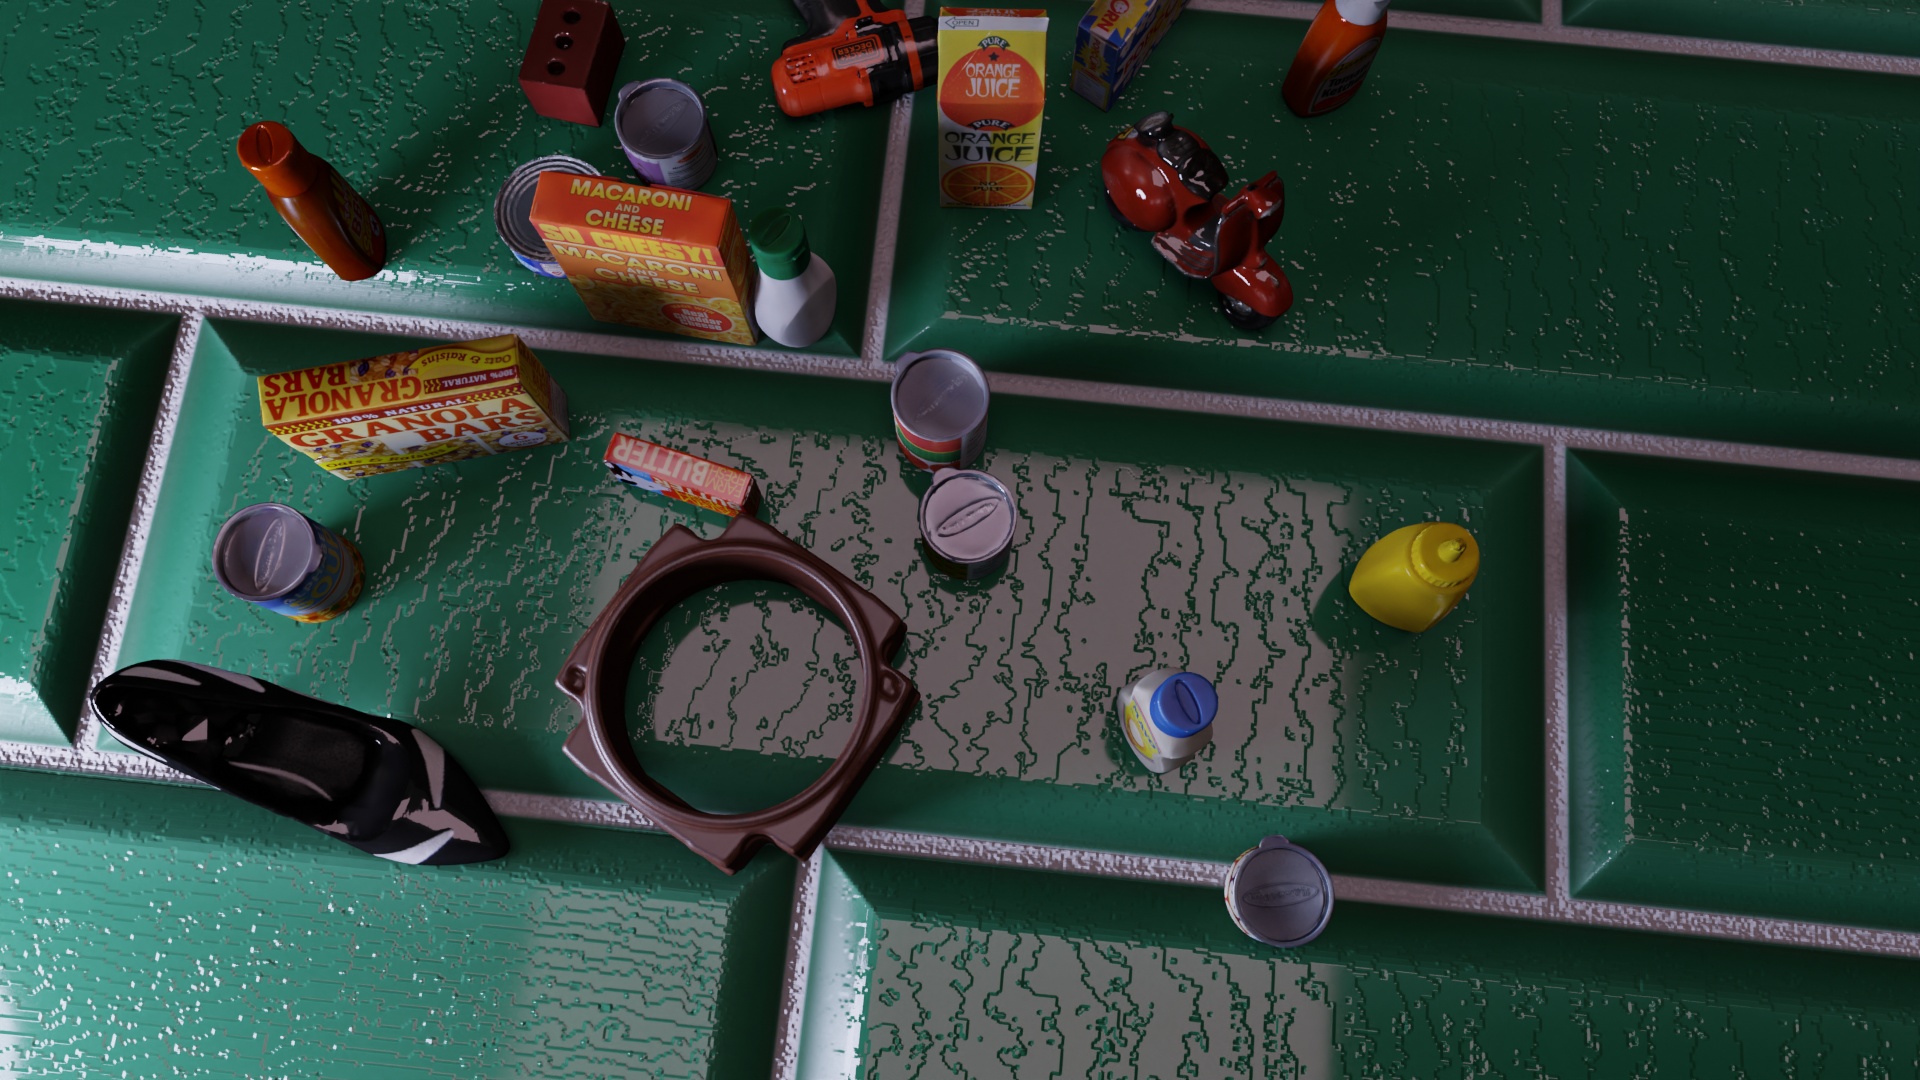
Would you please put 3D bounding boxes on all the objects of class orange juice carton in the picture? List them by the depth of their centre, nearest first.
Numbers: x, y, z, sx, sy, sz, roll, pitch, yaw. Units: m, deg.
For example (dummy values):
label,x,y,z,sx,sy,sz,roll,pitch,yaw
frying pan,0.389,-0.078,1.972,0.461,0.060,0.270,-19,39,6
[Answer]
label,x,y,z,sx,sy,sz,roll,pitch,yaw
orange juice carton,0.021,-0.307,0.965,0.072,0.192,0.073,1,76,0

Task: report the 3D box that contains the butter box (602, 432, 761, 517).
label,x,y,z,sx,sy,sz,roll,pitch,yaw
butter box,-0.192,-0.043,0.968,0.103,0.053,0.024,18,77,4

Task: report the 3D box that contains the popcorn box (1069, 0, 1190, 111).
label,x,y,z,sx,sy,sz,roll,pitch,yaw
popcorn box,0.134,-0.399,1.044,0.038,0.085,0.127,34,78,7

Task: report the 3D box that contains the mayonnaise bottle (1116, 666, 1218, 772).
label,x,y,z,sx,sy,sz,roll,pitch,yaw
mayonnaise bottle,0.132,0.111,0.883,0.041,0.147,0.065,-24,78,-6

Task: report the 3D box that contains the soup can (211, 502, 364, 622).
label,x,y,z,sx,sy,sz,roll,pitch,yaw
soup can,-0.447,0.017,0.935,0.071,0.083,0.071,0,76,0

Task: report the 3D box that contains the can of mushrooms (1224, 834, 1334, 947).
label,x,y,z,sx,sy,sz,roll,pitch,yaw
can of mushrooms,0.209,0.230,0.913,0.071,0.033,0.071,0,76,0

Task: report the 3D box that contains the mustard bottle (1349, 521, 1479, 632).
label,x,y,z,sx,sy,sz,roll,pitch,yaw
mustard bottle,0.302,0.019,0.902,0.065,0.160,0.049,32,78,7

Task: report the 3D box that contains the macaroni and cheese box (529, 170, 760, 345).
label,x,y,z,sx,sy,sz,roll,pitch,yaw
macaroni and cheese box,-0.207,-0.189,0.947,0.124,0.166,0.040,9,77,2

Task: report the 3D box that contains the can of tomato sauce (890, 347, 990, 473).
label,x,y,z,sx,sy,sz,roll,pitch,yaw
can of tomato sauce,-0.015,-0.089,0.966,0.071,0.083,0.071,0,76,0

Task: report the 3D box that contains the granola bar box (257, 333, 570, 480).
label,x,y,z,sx,sy,sz,roll,pitch,yaw
granola bar box,-0.363,-0.088,0.941,0.166,0.124,0.039,-10,77,-3

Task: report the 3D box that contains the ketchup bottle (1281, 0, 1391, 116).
label,x,y,z,sx,sy,sz,roll,pitch,yaw
ketchup bottle,0.279,-0.367,1.005,0.065,0.148,0.043,-28,78,-7

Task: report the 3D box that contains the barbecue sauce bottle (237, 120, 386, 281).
label,x,y,z,sx,sy,sz,roll,pitch,yaw
barbecue sauce bottle,-0.449,-0.237,0.965,0.044,0.148,0.065,-14,77,-4

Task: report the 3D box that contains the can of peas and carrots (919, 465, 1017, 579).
label,x,y,z,sx,sy,sz,roll,pitch,yaw
can of peas and carrots,0.003,-0.012,0.959,0.071,0.058,0.071,0,76,0

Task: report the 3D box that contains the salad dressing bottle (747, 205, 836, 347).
label,x,y,z,sx,sy,sz,roll,pitch,yaw
salad dressing bottle,-0.117,-0.181,0.955,0.044,0.147,0.064,38,79,8

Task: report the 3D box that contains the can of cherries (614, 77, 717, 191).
label,x,y,z,sx,sy,sz,roll,pitch,yaw
can of cherries,-0.218,-0.300,1.030,0.071,0.058,0.071,0,76,0
